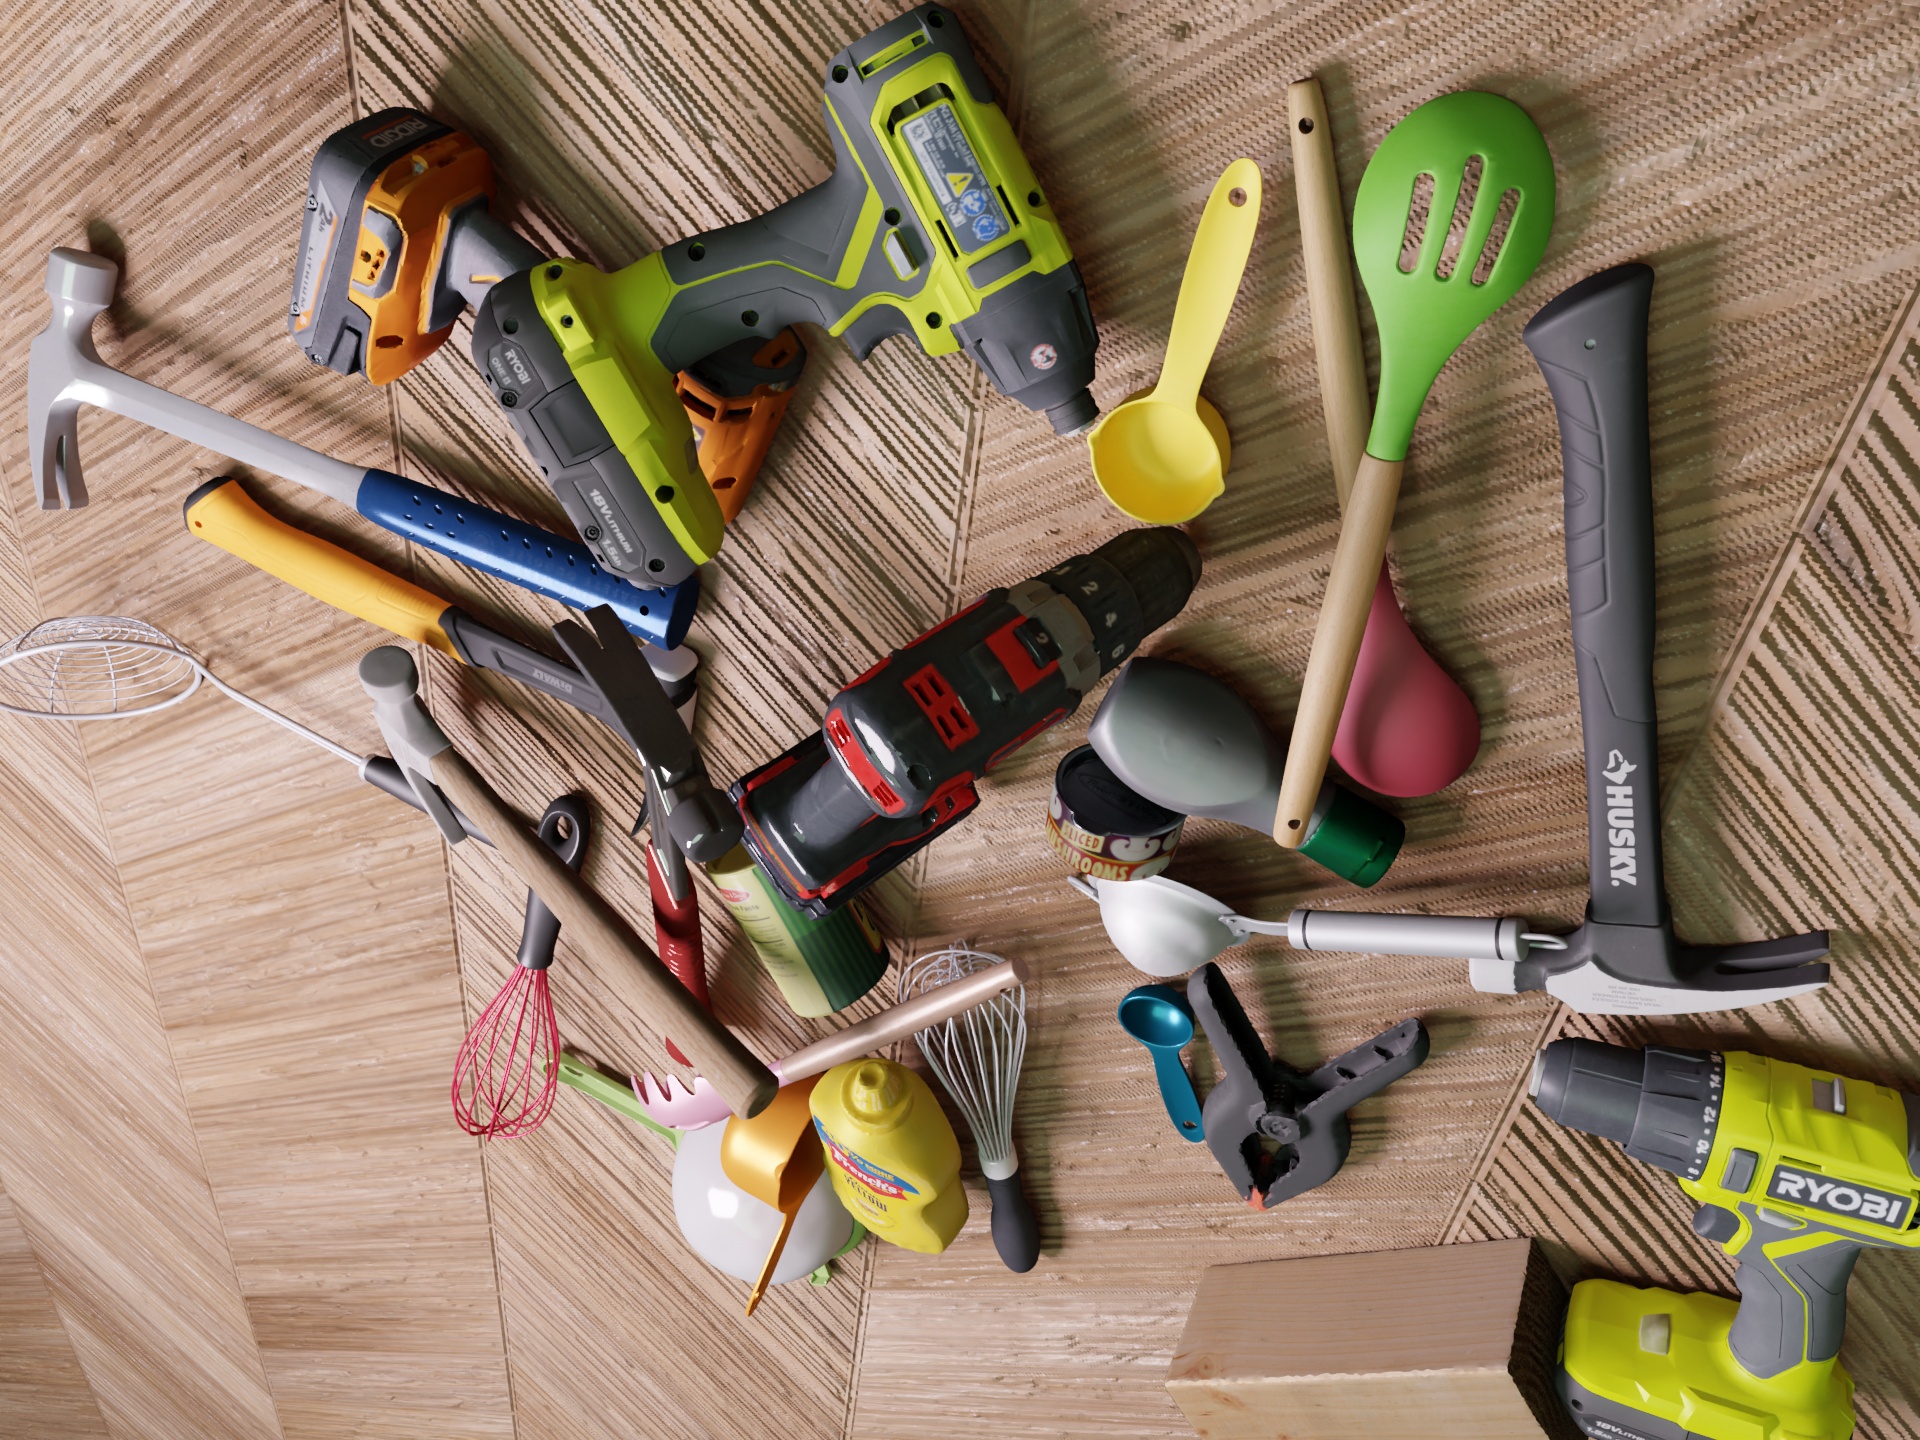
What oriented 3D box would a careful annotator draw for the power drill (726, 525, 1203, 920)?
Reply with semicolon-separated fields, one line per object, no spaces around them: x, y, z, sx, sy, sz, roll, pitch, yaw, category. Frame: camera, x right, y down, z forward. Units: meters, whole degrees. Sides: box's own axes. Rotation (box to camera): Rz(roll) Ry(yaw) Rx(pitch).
-0.001;-0.002;0.720;0.080;0.188;0.226;54;151;3;power drill

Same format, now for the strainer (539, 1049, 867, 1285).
-0.189;0.309;1.087;0.256;0.069;0.151;27;131;7;strainer

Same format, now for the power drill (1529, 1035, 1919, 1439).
0.356;0.251;0.753;0.190;0.080;0.228;12;124;19;power drill

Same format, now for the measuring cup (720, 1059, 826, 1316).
-0.126;0.295;1.009;0.052;0.095;0.173;25;105;17;measuring cup

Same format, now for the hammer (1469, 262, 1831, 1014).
0.269;-0.016;0.639;0.146;0.035;0.334;1;122;28;hammer

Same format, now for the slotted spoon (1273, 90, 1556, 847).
0.163;-0.080;0.625;0.070;0.031;0.313;10;120;4;slotted spoon

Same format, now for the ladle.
0.163;-0.096;0.646;0.069;0.031;0.315;-3;119;25;ladle

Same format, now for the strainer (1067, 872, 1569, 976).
0.154;0.100;0.753;0.258;0.050;0.086;-3;148;37;strainer

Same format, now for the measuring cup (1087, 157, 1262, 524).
0.096;-0.152;0.642;0.062;0.029;0.156;23;127;12;measuring cup

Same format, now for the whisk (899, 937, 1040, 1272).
0.016;0.238;0.942;0.070;0.070;0.284;7;129;24;whisk

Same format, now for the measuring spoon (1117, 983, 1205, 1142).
0.119;0.188;0.879;0.042;0.021;0.128;1;131;27;measuring spoon

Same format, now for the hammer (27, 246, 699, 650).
-0.333;-0.123;0.864;0.405;0.035;0.144;22;106;9;hammer

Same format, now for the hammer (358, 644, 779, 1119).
-0.220;0.098;0.886;0.331;0.031;0.130;41;152;20;hammer

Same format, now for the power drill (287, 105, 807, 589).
-0.198;-0.165;0.755;0.226;0.084;0.164;32;131;0;power drill

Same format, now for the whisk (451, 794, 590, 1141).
-0.281;0.169;1.034;0.073;0.073;0.295;26;119;10;whisk

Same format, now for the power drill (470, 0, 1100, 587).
-0.063;-0.154;0.642;0.223;0.080;0.171;-27;107;8;power drill

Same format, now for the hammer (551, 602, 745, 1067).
-0.164;0.096;0.891;0.149;0.036;0.358;53;156;27;hammer

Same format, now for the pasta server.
-0.080;0.181;0.893;0.316;0.060;0.040;-30;63;37;pasta server

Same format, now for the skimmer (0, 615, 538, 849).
-0.444;0.028;1.014;0.363;0.090;0.127;26;163;7;skimmer

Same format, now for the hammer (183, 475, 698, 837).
-0.306;-0.052;0.921;0.337;0.034;0.127;25;129;10;hammer
